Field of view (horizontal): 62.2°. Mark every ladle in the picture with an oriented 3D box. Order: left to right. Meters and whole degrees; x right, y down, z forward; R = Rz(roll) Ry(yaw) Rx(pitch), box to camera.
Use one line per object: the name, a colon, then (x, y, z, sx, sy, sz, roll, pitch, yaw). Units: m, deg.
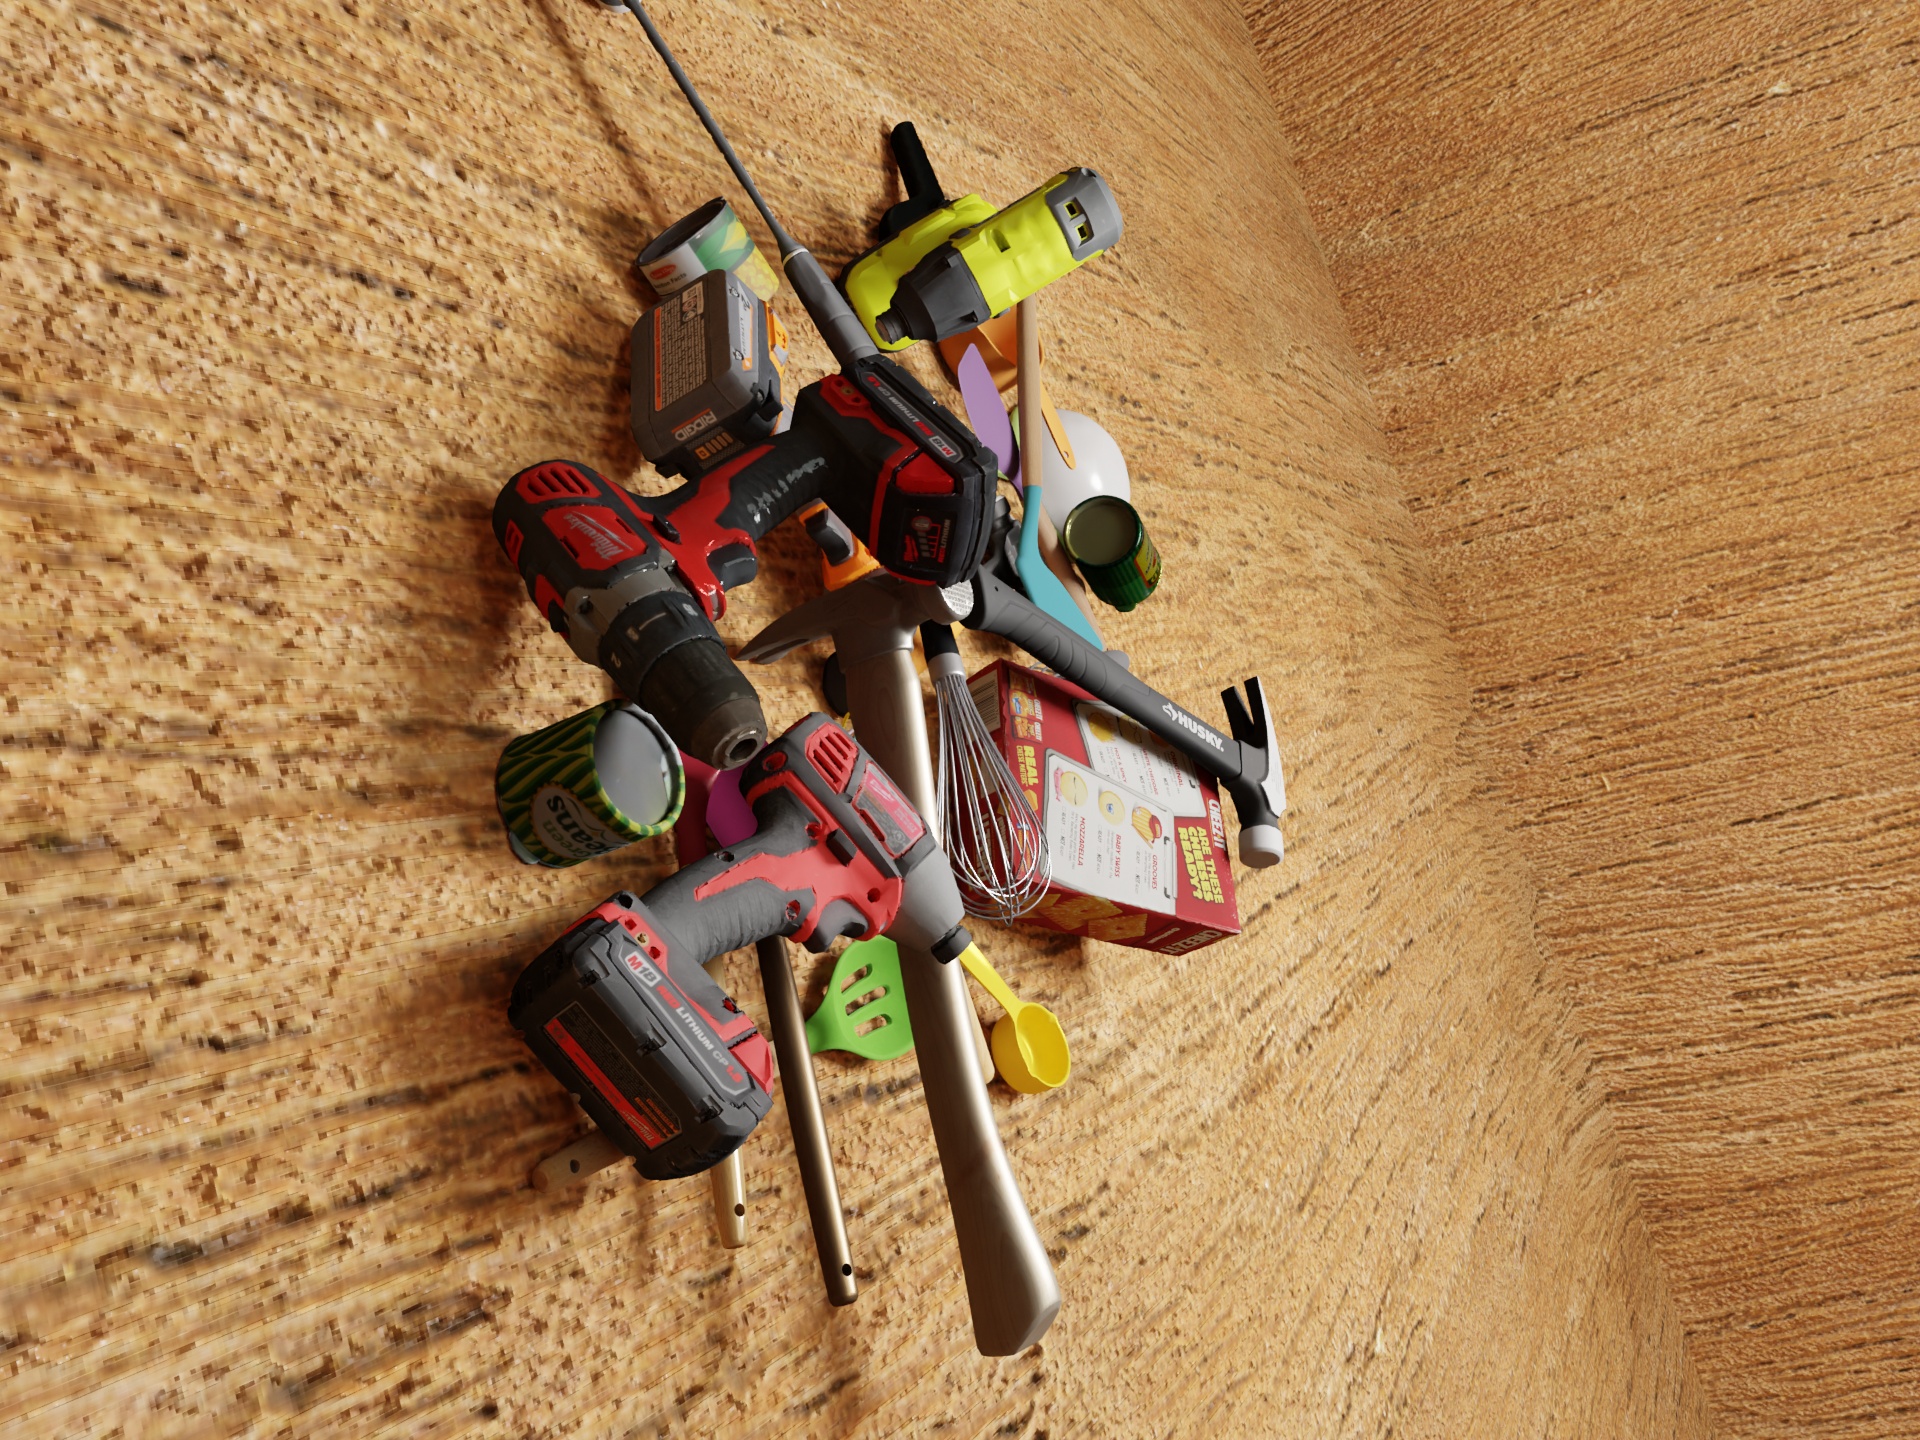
ladle: (-0.126, 0.096, 0.780, 0.069, 0.031, 0.316, 11, 56, -38)

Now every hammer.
hammer: (-0.110, -0.300, 0.983, 0.408, 0.036, 0.149, 56, 3, -14)
hammer: (-0.025, 0.125, 0.853, 0.038, 0.146, 0.411, 9, 66, -58)
hammer: (-0.008, -0.065, 1.124, 0.127, 0.034, 0.337, 64, 28, -9)
hammer: (0.115, -0.023, 1.099, 0.334, 0.035, 0.146, 31, 48, -35)

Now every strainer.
strainer: (0.082, -0.219, 1.351, 0.256, 0.069, 0.151, 0, 73, -63)

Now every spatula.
spatula: (0.063, -0.161, 1.290, 0.315, 0.018, 0.060, 61, 36, -36)
spatula: (0.065, -0.207, 1.239, 0.082, 0.044, 0.318, 15, 69, -50)

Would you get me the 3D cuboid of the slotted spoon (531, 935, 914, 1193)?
slotted spoon: (-0.103, 0.173, 0.803, 0.313, 0.031, 0.070, -15, 85, -61)

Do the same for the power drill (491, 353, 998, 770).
power drill: (-0.088, -0.079, 0.774, 0.226, 0.080, 0.188, -26, 58, -29)

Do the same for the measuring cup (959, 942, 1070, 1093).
measuring cup: (0.013, 0.177, 1.025, 0.156, 0.029, 0.062, 51, 31, -10)

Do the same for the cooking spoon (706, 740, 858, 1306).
cooking spoon: (-0.093, 0.134, 0.809, 0.068, 0.017, 0.319, 11, 53, -42)

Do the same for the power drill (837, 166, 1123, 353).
power drill: (-0.003, -0.310, 1.101, 0.080, 0.171, 0.223, 60, -8, -19)

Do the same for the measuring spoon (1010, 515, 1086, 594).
measuring spoon: (0.074, -0.137, 1.336, 0.124, 0.018, 0.034, 43, 38, -42)

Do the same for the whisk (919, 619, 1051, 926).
whisk: (-0.002, -0.004, 0.992, 0.070, 0.070, 0.285, 30, 39, -52)

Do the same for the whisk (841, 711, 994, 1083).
whisk: (-0.026, 0.108, 0.975, 0.051, 0.047, 0.245, -31, 104, -63)

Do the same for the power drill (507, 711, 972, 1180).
power drill: (-0.087, 0.102, 0.741, 0.143, 0.078, 0.220, 49, 44, -3)

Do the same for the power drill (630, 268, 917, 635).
power drill: (-0.096, -0.137, 0.943, 0.226, 0.084, 0.164, 45, 26, -44)

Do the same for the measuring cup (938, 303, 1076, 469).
measuring cup: (0.039, -0.273, 1.306, 0.095, 0.052, 0.173, -19, 83, -55)

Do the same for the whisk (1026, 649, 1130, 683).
whisk: (0.093, -0.032, 1.266, 0.239, 0.055, 0.055, -24, 94, -64)
